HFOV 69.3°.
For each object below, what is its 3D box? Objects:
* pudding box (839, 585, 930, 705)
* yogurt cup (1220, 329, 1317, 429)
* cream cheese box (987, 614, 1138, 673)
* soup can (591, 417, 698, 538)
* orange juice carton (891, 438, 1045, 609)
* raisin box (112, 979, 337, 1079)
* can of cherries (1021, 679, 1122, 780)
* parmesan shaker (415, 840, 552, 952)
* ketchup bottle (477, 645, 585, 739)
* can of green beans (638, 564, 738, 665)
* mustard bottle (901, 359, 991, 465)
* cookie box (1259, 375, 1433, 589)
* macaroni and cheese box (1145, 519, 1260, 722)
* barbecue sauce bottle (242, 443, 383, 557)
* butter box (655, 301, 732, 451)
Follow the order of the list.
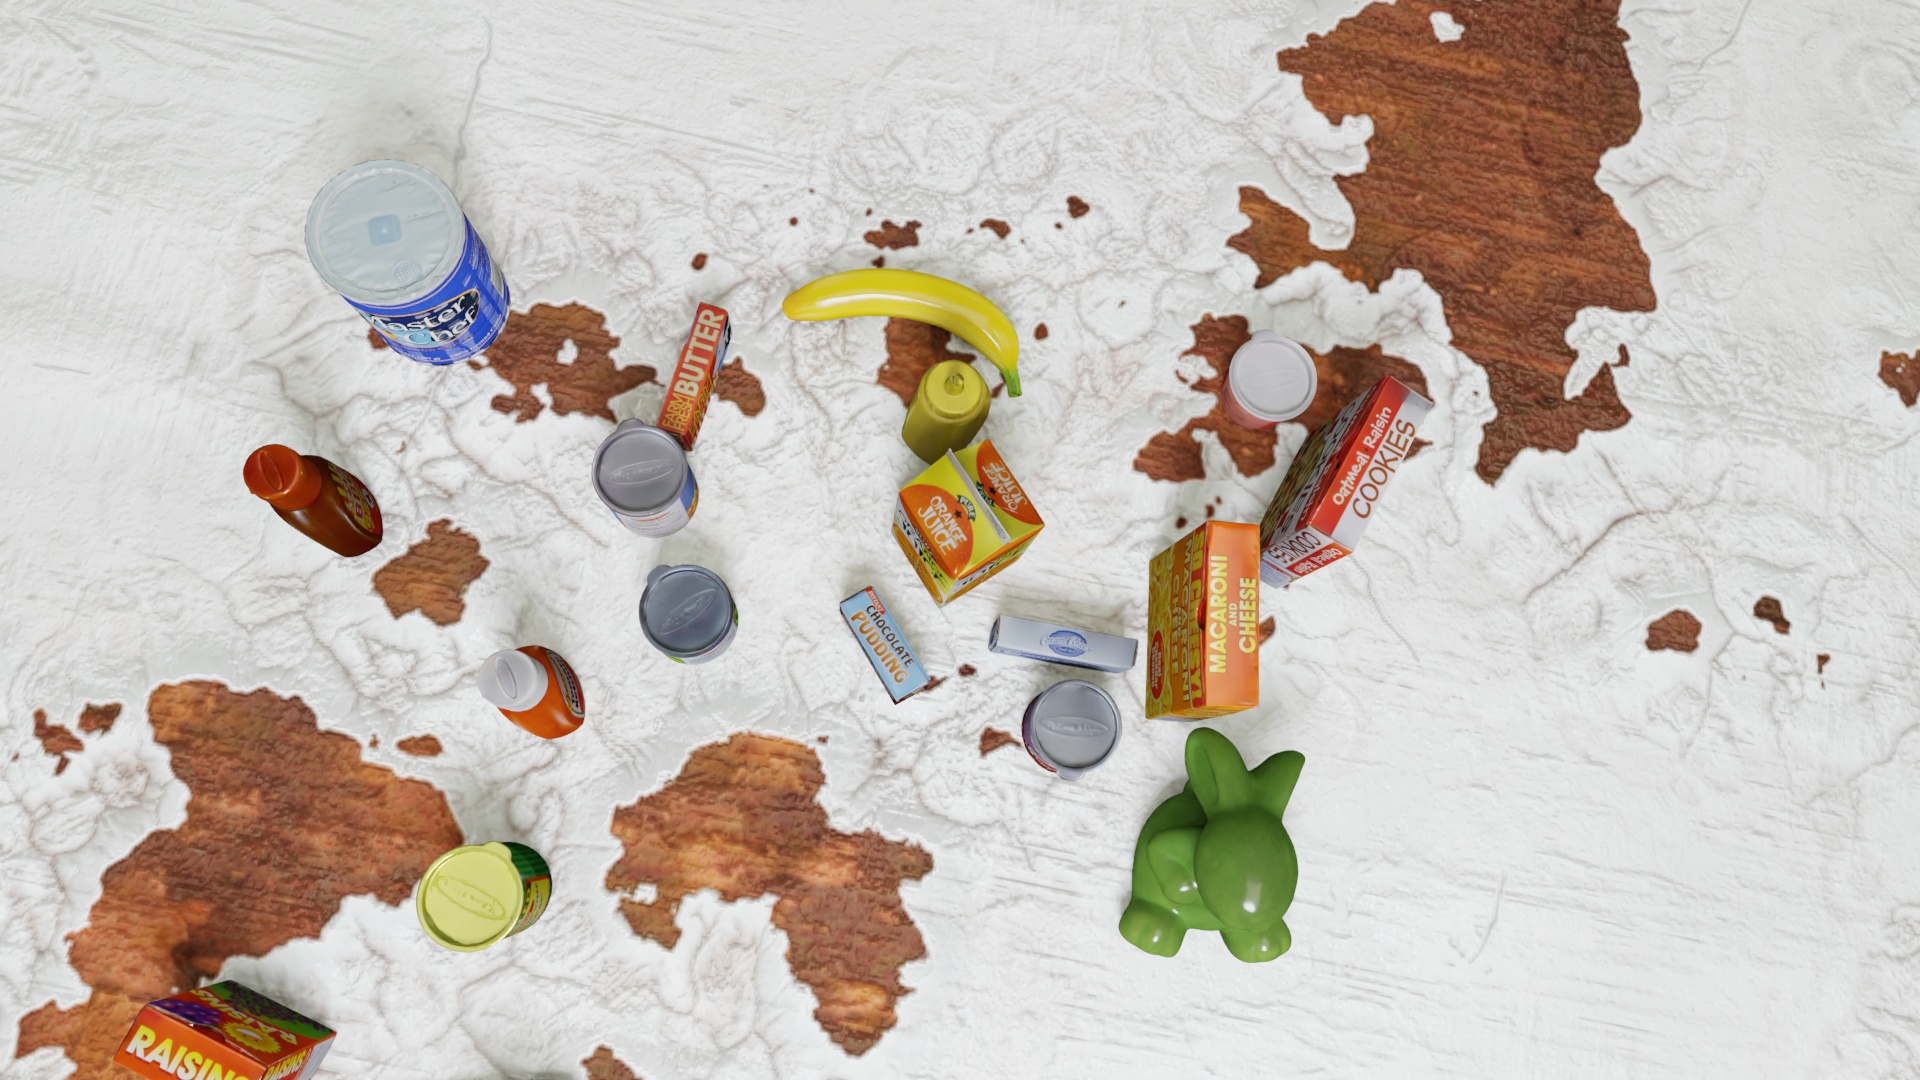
[{"bbox_3d":[-0.055,0.077,1.012,0.030,0.049,0.084,-30,83,-10],"label":"pudding box"},{"bbox_3d":[0.235,-0.119,1.075,0.072,0.054,0.072,1,79,-5],"label":"yogurt cup"},{"bbox_3d":[0.074,0.077,1.022,0.104,0.053,0.024,10,79,-3],"label":"cream cheese box"},{"bbox_3d":[-0.226,-0.044,1.002,0.071,0.083,0.071,1,79,-5],"label":"soup can"},{"bbox_3d":[0.003,-0.012,0.962,0.073,0.192,0.072,-31,84,-10],"label":"orange juice carton"},{"bbox_3d":[-0.465,0.323,0.888,0.086,0.123,0.040,27,78,0],"label":"raisin box"},{"bbox_3d":[0.078,0.139,1.007,0.071,0.058,0.071,1,79,-5],"label":"can of cherries"},{"bbox_3d":[-0.314,0.234,0.929,0.071,0.103,0.071,1,79,-5],"label":"parmesan shaker"},{"bbox_3d":[-0.289,0.099,0.935,0.043,0.148,0.065,-23,82,-9],"label":"ketchup bottle"},{"bbox_3d":[-0.194,0.054,0.999,0.071,0.057,0.071,1,79,-5],"label":"can of green beans"},{"bbox_3d":[-0.008,-0.097,0.994,0.049,0.160,0.065,41,79,3],"label":"mustard bottle"},{"bbox_3d":[0.265,-0.038,1.004,0.040,0.167,0.123,30,78,1],"label":"cookie box"},{"bbox_3d":[0.167,0.062,0.976,0.040,0.166,0.124,4,79,-4],"label":"macaroni and cheese box"},{"bbox_3d":[-0.441,-0.030,0.946,0.044,0.148,0.065,-26,83,-9],"label":"barbecue sauce bottle"},{"bbox_3d":[-0.198,-0.121,1.036,0.024,0.053,0.103,17,78,-2],"label":"butter box"}]
